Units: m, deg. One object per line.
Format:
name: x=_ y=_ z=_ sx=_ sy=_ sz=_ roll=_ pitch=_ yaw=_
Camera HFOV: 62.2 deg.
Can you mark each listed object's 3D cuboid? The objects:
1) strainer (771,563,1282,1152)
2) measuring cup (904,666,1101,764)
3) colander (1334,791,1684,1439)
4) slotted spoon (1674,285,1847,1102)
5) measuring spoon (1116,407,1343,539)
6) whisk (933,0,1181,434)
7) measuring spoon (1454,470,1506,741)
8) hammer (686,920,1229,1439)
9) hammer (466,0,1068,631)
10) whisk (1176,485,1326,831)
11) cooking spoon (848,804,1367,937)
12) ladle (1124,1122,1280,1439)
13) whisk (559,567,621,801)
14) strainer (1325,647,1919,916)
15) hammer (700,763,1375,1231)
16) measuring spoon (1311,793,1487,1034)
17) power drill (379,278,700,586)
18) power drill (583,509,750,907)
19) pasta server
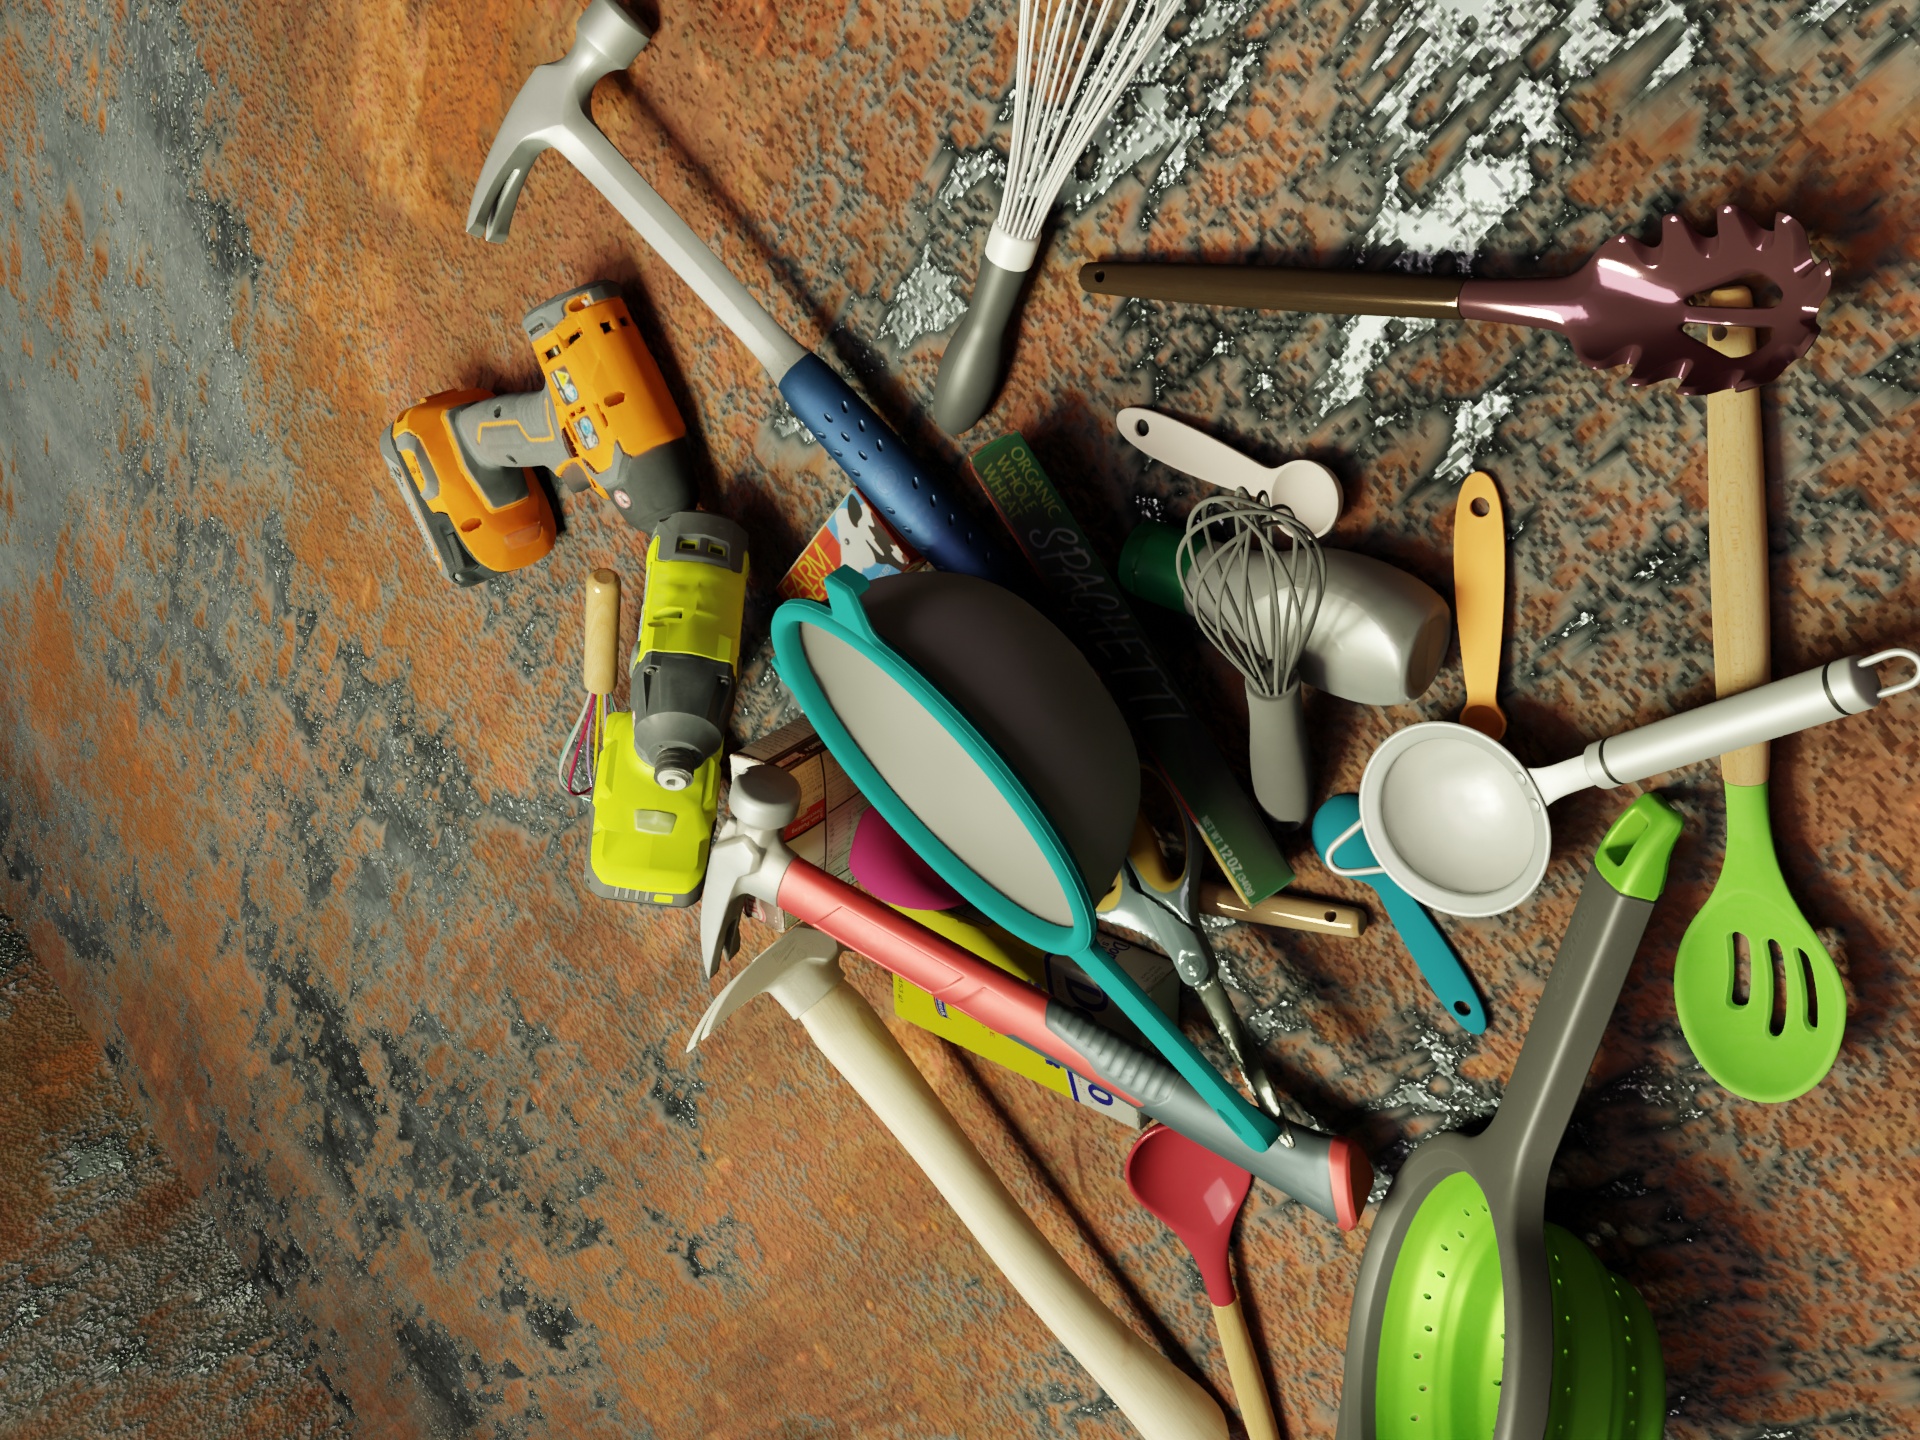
strainer: x=0.056 y=0.050 z=0.750 sx=0.340 sy=0.095 sz=0.211 roll=48 pitch=163 yaw=-2
measuring cup: x=-0.001 y=-0.003 z=0.849 sx=0.173 sy=0.052 sz=0.095 roll=-11 pitch=104 yaw=48
colander: x=0.267 y=0.222 z=0.692 sx=0.094 sy=0.205 sz=0.397 roll=13 pitch=109 yaw=-1
slotted spoon: x=0.294 y=-0.002 z=0.592 sx=0.070 sy=0.031 sz=0.313 roll=16 pitch=121 yaw=56
measuring spoon: x=0.120 y=-0.115 z=0.706 sx=0.124 sy=0.018 sz=0.034 roll=33 pitch=126 yaw=35
whisk: x=0.033 y=-0.236 z=0.692 sx=0.070 sy=0.070 sz=0.284 roll=42 pitch=140 yaw=18
measuring spoon: x=0.216 y=-0.046 z=0.656 sx=0.021 sy=0.011 sz=0.116 roll=7 pitch=113 yaw=37
hammer: x=0.010 y=0.299 z=0.958 sx=0.410 sy=0.146 sz=0.038 roll=50 pitch=136 yaw=4
hammer: x=-0.096 y=-0.185 z=0.825 sx=0.144 sy=0.035 sz=0.405 roll=-45 pitch=83 yaw=17
whisk: x=0.128 y=-0.015 z=0.665 sx=0.055 sy=0.055 sz=0.238 roll=28 pitch=159 yaw=30
cooking spoon: x=0.063 y=0.083 z=0.847 sx=0.319 sy=0.017 sz=0.069 roll=6 pitch=75 yaw=36
ladle: x=0.159 y=0.353 z=0.914 sx=0.069 sy=0.031 sz=0.315 roll=-14 pitch=109 yaw=11
whisk: x=-0.239 y=-0.015 z=1.050 sx=0.051 sy=0.047 sz=0.244 roll=30 pitch=141 yaw=10
strainer: x=0.247 y=0.019 z=0.618 sx=0.258 sy=0.050 sz=0.087 roll=-30 pitch=85 yaw=54
hammer: x=0.031 y=0.167 z=0.845 sx=0.386 sy=0.038 sz=0.143 roll=27 pitch=126 yaw=15
measuring spoon: x=0.202 y=0.093 z=0.734 sx=0.042 sy=0.021 sz=0.128 roll=-35 pitch=86 yaw=48
power drill: x=-0.253 y=-0.156 z=0.984 sx=0.226 sy=0.084 sz=0.164 roll=-15 pitch=103 yaw=43
power drill: x=-0.171 y=0.010 z=0.934 sx=0.223 sy=0.080 sz=0.171 roll=114 pitch=160 yaw=-51
pasta server: x=0.164 y=-0.163 z=0.605 sx=0.316 sy=0.040 sz=0.060 roll=18 pitch=103 yaw=42
